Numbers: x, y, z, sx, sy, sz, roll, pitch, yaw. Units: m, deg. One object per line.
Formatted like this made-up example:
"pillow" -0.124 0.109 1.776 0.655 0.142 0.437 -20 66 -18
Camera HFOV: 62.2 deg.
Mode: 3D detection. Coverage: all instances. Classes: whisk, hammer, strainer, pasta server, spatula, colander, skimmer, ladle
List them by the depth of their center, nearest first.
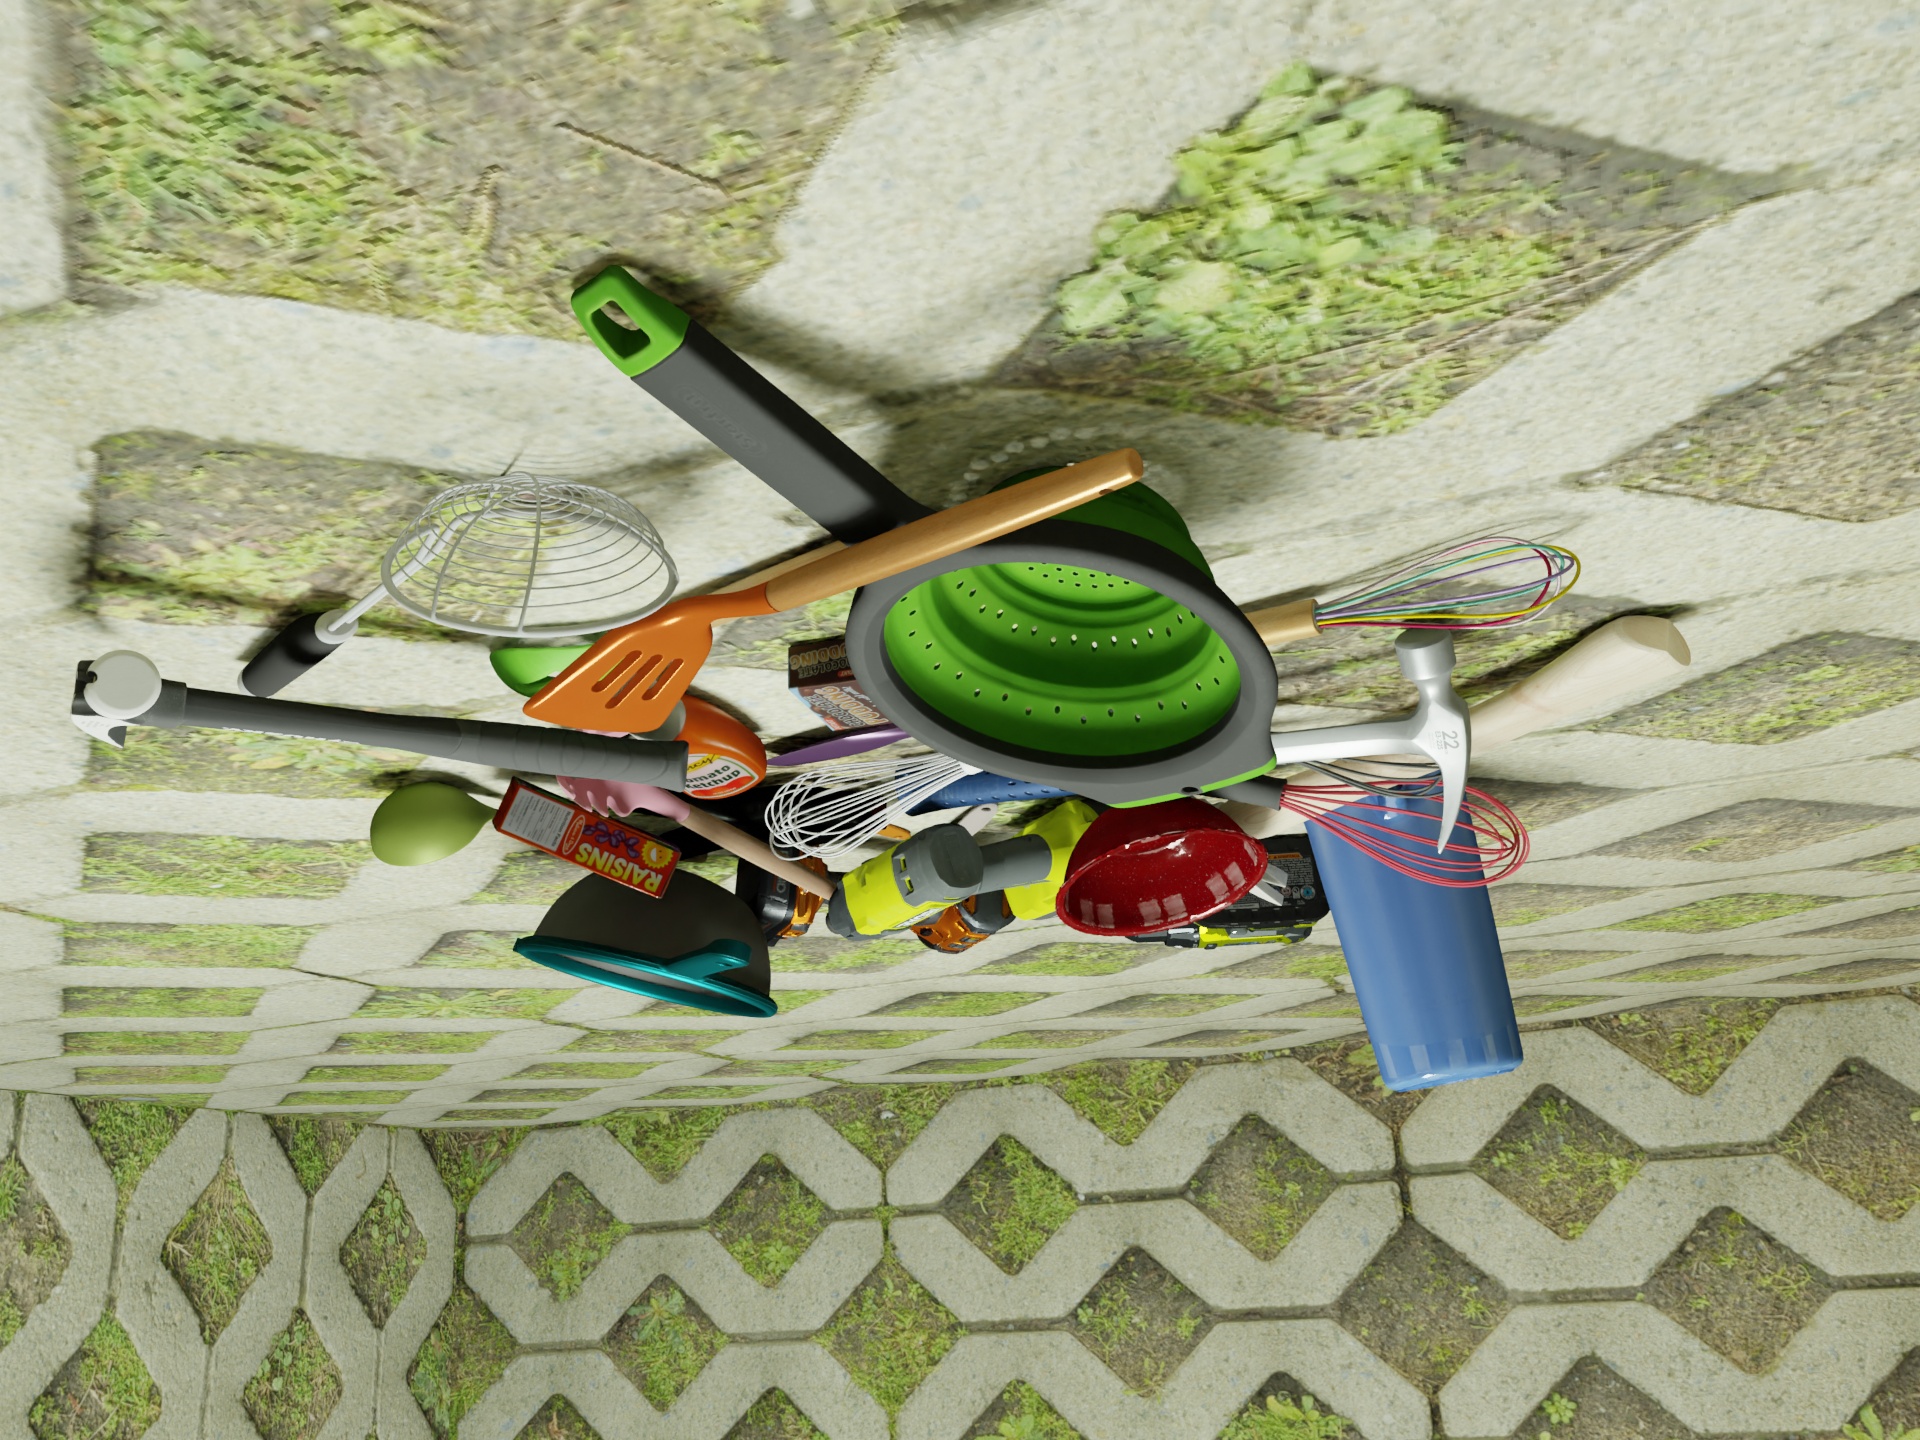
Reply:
"spatula" -0.060 -0.051 0.680 0.322 0.041 0.081 -16 164 36
"colander" -0.001 -0.095 0.721 0.204 0.095 0.396 -18 138 40
"skimmer" -0.279 -0.038 0.801 0.363 0.090 0.127 -20 -175 45
"hammer" -0.306 0.008 0.884 0.334 0.035 0.146 9 170 -33
"whisk" 0.222 -0.061 0.898 0.245 0.047 0.051 -11 161 30
"spatula" -0.002 -0.003 1.060 0.316 0.018 0.059 -15 169 32
"hammer" 0.138 0.033 1.075 0.405 0.144 0.035 -8 -159 29
"whisk" 0.220 0.022 1.083 0.239 0.055 0.055 3 165 24
"whisk" -0.018 0.034 1.103 0.284 0.070 0.070 -22 155 24
"whisk" 0.245 0.056 1.113 0.296 0.073 0.073 13 166 19
"hammer" 0.321 0.031 1.122 0.146 0.038 0.410 37 140 -21
"pasta server" -0.178 0.078 1.150 0.040 0.060 0.315 14 165 41
"strainer" -0.213 0.155 1.219 0.211 0.095 0.340 20 161 -20
"ladle" -0.315 0.098 1.243 0.078 0.062 0.320 20 -179 36

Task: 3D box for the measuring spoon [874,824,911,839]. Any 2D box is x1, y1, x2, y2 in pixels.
"measuring spoon" -0.079 0.090 1.323 0.021 0.011 0.116 -17 157 33

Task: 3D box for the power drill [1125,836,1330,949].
"power drill" 0.258 0.177 1.539 0.190 0.080 0.228 -3 163 -1

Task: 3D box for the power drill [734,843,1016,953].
"power drill" -0.080 0.161 1.391 0.226 0.084 0.164 9 159 -17

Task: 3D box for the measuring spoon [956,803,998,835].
"measuring spoon" 0.001 0.088 1.336 0.034 0.018 0.124 15 149 -21

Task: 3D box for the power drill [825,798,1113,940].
"power drill" 0.012 0.123 1.253 0.223 0.080 0.171 -5 161 -39

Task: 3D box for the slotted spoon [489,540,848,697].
"slotted spoon" -0.142 -0.058 0.867 0.314 0.031 0.070 -18 156 32
